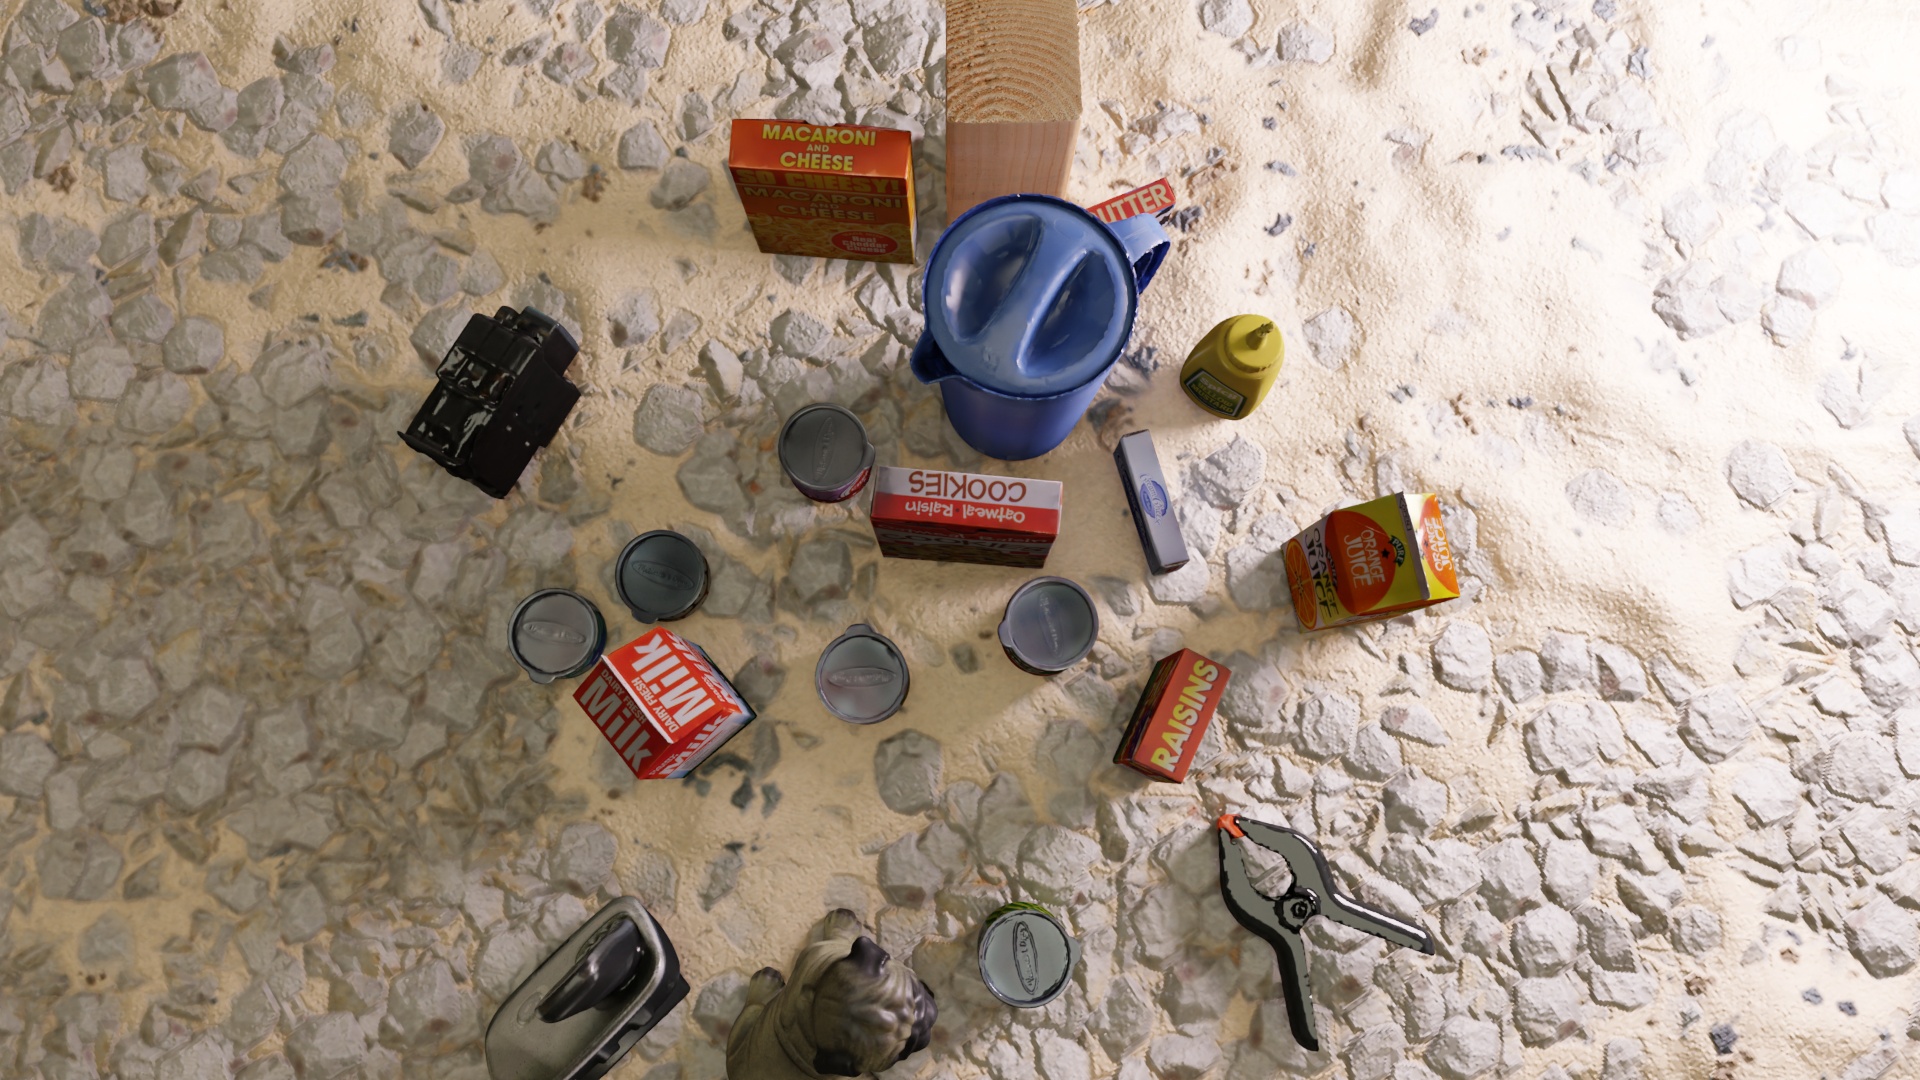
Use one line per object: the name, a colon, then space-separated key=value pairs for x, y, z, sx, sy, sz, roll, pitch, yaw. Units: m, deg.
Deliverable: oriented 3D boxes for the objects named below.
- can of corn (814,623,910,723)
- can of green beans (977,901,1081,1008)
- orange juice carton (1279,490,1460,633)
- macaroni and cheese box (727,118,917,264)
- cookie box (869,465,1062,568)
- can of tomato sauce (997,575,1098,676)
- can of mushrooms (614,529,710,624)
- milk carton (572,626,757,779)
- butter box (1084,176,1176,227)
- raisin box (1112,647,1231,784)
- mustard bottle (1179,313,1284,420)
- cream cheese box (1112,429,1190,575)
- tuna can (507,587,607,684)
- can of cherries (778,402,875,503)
can of corn: x=-0.070 y=0.098 z=1.010 sx=0.071 sy=0.058 sz=0.071 roll=0 pitch=81 yaw=0
can of green beans: x=0.045 y=0.291 z=0.979 sx=0.071 sy=0.057 sz=0.071 roll=0 pitch=81 yaw=0
orange juice carton: x=0.284 y=0.017 z=0.959 sx=0.073 sy=0.192 sz=0.072 roll=-10 pitch=81 yaw=-2
macaroni and cheese box: x=-0.096 y=-0.252 z=1.014 sx=0.124 sy=0.166 sz=0.040 roll=4 pitch=81 yaw=0
cookie box: x=0.003 y=-0.012 z=0.974 sx=0.123 sy=0.167 sz=0.040 roll=5 pitch=81 yaw=0
can of tomato sauce: x=0.061 y=0.065 z=1.004 sx=0.071 sy=0.083 sz=0.071 roll=0 pitch=81 yaw=0
can of mushrooms: x=-0.221 y=0.029 z=1.033 sx=0.071 sy=0.033 sz=0.071 roll=0 pitch=81 yaw=-1
milk carton: x=-0.199 y=0.112 z=0.939 sx=0.073 sy=0.190 sz=0.072 roll=-40 pitch=83 yaw=-6
butter box: x=0.113 y=-0.242 z=1.072 sx=0.103 sy=0.053 sz=0.024 roll=-23 pitch=82 yaw=-4
raisin box: x=0.146 y=0.124 z=0.975 sx=0.040 sy=0.123 sz=0.086 roll=26 pitch=82 yaw=4
mustard bottle: x=0.200 y=-0.130 z=1.000 sx=0.065 sy=0.160 sz=0.049 roll=33 pitch=82 yaw=5
cream cheese box: x=0.141 y=-0.027 z=1.036 sx=0.024 sy=0.053 sz=0.104 roll=-16 pitch=81 yaw=-3
tuna can: x=-0.297 y=0.072 z=1.025 sx=0.071 sy=0.033 sz=0.071 roll=0 pitch=81 yaw=-1
can of cherries: x=-0.097 y=-0.063 z=1.037 sx=0.071 sy=0.058 sz=0.071 roll=0 pitch=81 yaw=0
